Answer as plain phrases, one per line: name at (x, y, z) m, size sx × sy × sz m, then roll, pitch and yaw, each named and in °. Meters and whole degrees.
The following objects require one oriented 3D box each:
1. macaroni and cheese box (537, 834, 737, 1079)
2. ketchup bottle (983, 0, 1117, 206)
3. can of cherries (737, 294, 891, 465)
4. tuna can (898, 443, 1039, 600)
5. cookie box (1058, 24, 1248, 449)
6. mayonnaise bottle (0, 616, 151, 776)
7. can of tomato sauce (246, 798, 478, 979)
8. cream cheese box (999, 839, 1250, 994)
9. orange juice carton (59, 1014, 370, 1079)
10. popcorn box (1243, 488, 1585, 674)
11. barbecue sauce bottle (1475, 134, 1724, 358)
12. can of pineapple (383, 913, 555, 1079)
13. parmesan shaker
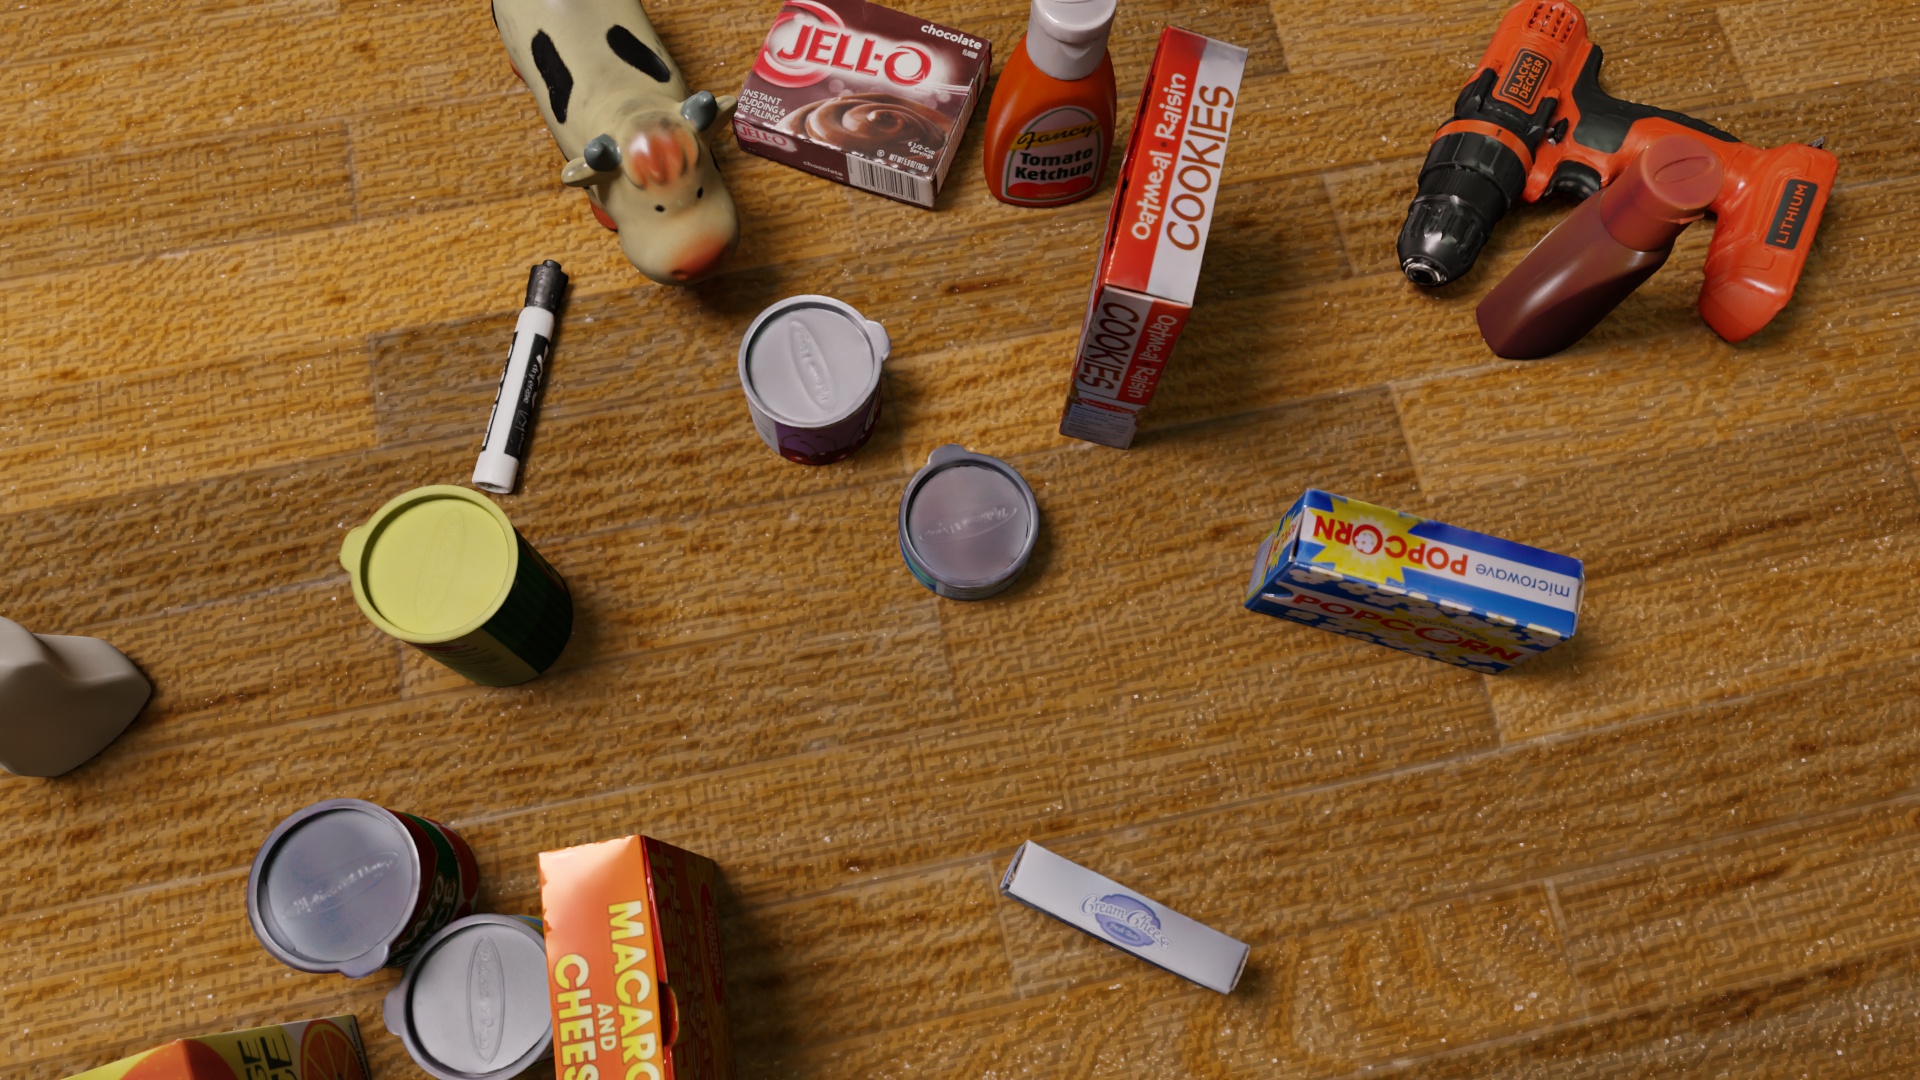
macaroni and cheese box at (-0.117, 0.181, 0.531) m, size 0.040 × 0.166 × 0.124 m, roll -9°, pitch 75°, yaw -5°
ketchup bottle at (0.046, -0.215, 0.664) m, size 0.065 × 0.148 × 0.043 m, roll -6°, pitch 75°, yaw -4°
can of cherries at (-0.068, -0.076, 0.665) m, size 0.071 × 0.058 × 0.071 m, roll 1°, pitch 74°, yaw -2°
tuna can at (0.002, -0.008, 0.662) m, size 0.071 × 0.032 × 0.071 m, roll 1°, pitch 74°, yaw -2°
cookie box at (0.082, -0.129, 0.631) m, size 0.040 × 0.167 × 0.123 m, roll 14°, pitch 74°, yaw 1°
mayonnaise bottle at (-0.395, 0.059, 0.564) m, size 0.041 × 0.147 × 0.065 m, roll 42°, pitch 77°, yaw 9°
can of tomato sauce at (-0.244, 0.146, 0.579) m, size 0.071 × 0.083 × 0.071 m, roll 1°, pitch 74°, yaw -2°
cream cheese box at (0.069, 0.164, 0.603) m, size 0.104 × 0.053 × 0.024 m, roll 24°, pitch 75°, yaw 5°
orange juice carton at (-0.280, 0.222, 0.498) m, size 0.073 × 0.192 × 0.072 m, roll -20°, pitch 76°, yaw -8°
popcorn box at (0.204, 0.021, 0.635) m, size 0.127 × 0.085 × 0.038 m, roll 15°, pitch 74°, yaw 2°
barbecue sauce bottle at (0.300, -0.135, 0.652) m, size 0.065 × 0.148 × 0.044 m, roll -17°, pitch 76°, yaw -7°
can of pineapple at (-0.195, 0.190, 0.581) m, size 0.071 × 0.057 × 0.071 m, roll 1°, pitch 74°, yaw -2°
parmesan shaker at (-0.216, 0.022, 0.606) m, size 0.071 × 0.102 × 0.071 m, roll 1°, pitch 74°, yaw -2°
